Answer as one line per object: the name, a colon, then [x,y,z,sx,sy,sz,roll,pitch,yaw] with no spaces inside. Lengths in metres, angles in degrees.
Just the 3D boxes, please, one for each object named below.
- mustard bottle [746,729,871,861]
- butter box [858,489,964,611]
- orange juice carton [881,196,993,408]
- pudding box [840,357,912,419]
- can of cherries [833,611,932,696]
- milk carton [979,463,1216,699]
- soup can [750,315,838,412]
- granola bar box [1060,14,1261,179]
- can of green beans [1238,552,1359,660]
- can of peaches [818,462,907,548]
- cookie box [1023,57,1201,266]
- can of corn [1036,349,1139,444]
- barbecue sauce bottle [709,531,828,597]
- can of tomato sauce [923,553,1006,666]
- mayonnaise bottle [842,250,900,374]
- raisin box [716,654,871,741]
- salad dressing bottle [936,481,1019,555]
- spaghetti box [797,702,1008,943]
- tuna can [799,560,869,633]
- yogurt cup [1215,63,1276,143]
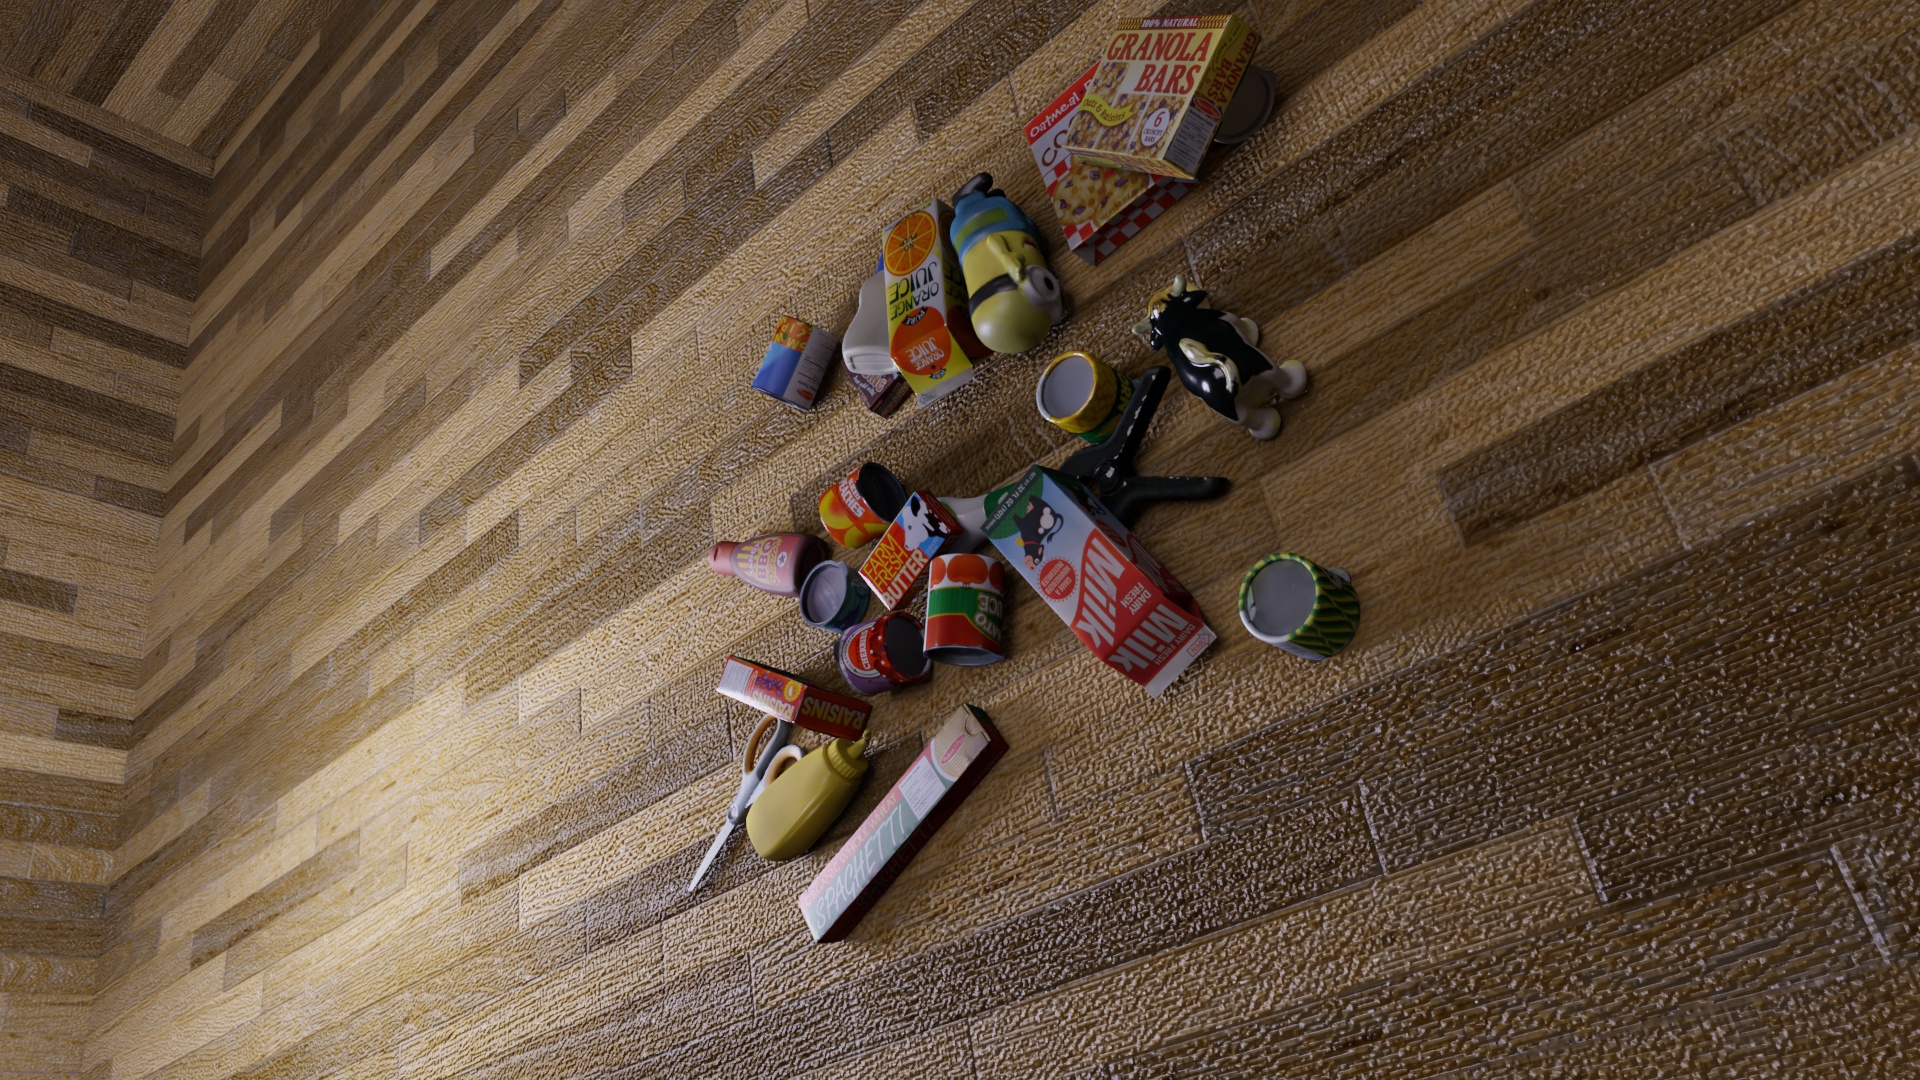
mustard bottle: [-0.129,0.226,1.265,0.159,0.049,0.065,-45,51,20]
butter box: [-0.045,0.009,1.234,0.053,0.024,0.103,48,119,22]
orange juice carton: [-0.021,-0.222,1.327,0.071,0.073,0.193,-23,59,34]
pudding box: [-0.082,-0.168,1.393,0.049,0.030,0.084,-46,48,19]
can of cherries: [-0.069,0.101,1.242,0.058,0.071,0.072,-21,61,36]
milk carton: [0.111,0.031,1.082,0.072,0.073,0.191,-49,65,17]
soup can: [-0.176,-0.187,1.461,0.071,0.071,0.084,22,88,46]
granola bar box: [0.163,-0.370,1.152,0.124,0.039,0.166,-65,31,6]
can of green beans: [0.240,0.046,0.985,0.071,0.058,0.071,-18,62,38]
can of peaches: [-0.094,-0.033,1.320,0.058,0.071,0.071,-31,55,33]
cookie box: [0.134,-0.350,1.258,0.122,0.040,0.168,-35,53,28]
can of corn: [0.109,-0.122,1.175,0.071,0.058,0.071,-18,63,38]
barbecue sauce bottle: [-0.198,0.022,1.415,0.148,0.043,0.065,4,77,44]
can of tomato sauce: [0.006,0.060,1.194,0.071,0.071,0.083,-13,64,40]
mayonnaise bottle: [-0.074,-0.231,1.379,0.065,0.041,0.149,1,54,13]
raisin box: [-0.156,0.147,1.295,0.123,0.086,0.040,13,82,45]
salad dressing bottle: [0.004,-0.016,1.240,0.147,0.044,0.064,-20,67,36]
spaghetti box: [-0.053,0.247,1.199,0.249,0.028,0.050,-51,47,15]
tuna can: [-0.120,0.053,1.337,0.071,0.033,0.071,-18,62,38]
yogurt cup: [0.222,-0.376,1.169,0.072,0.072,0.054,-49,39,18]
